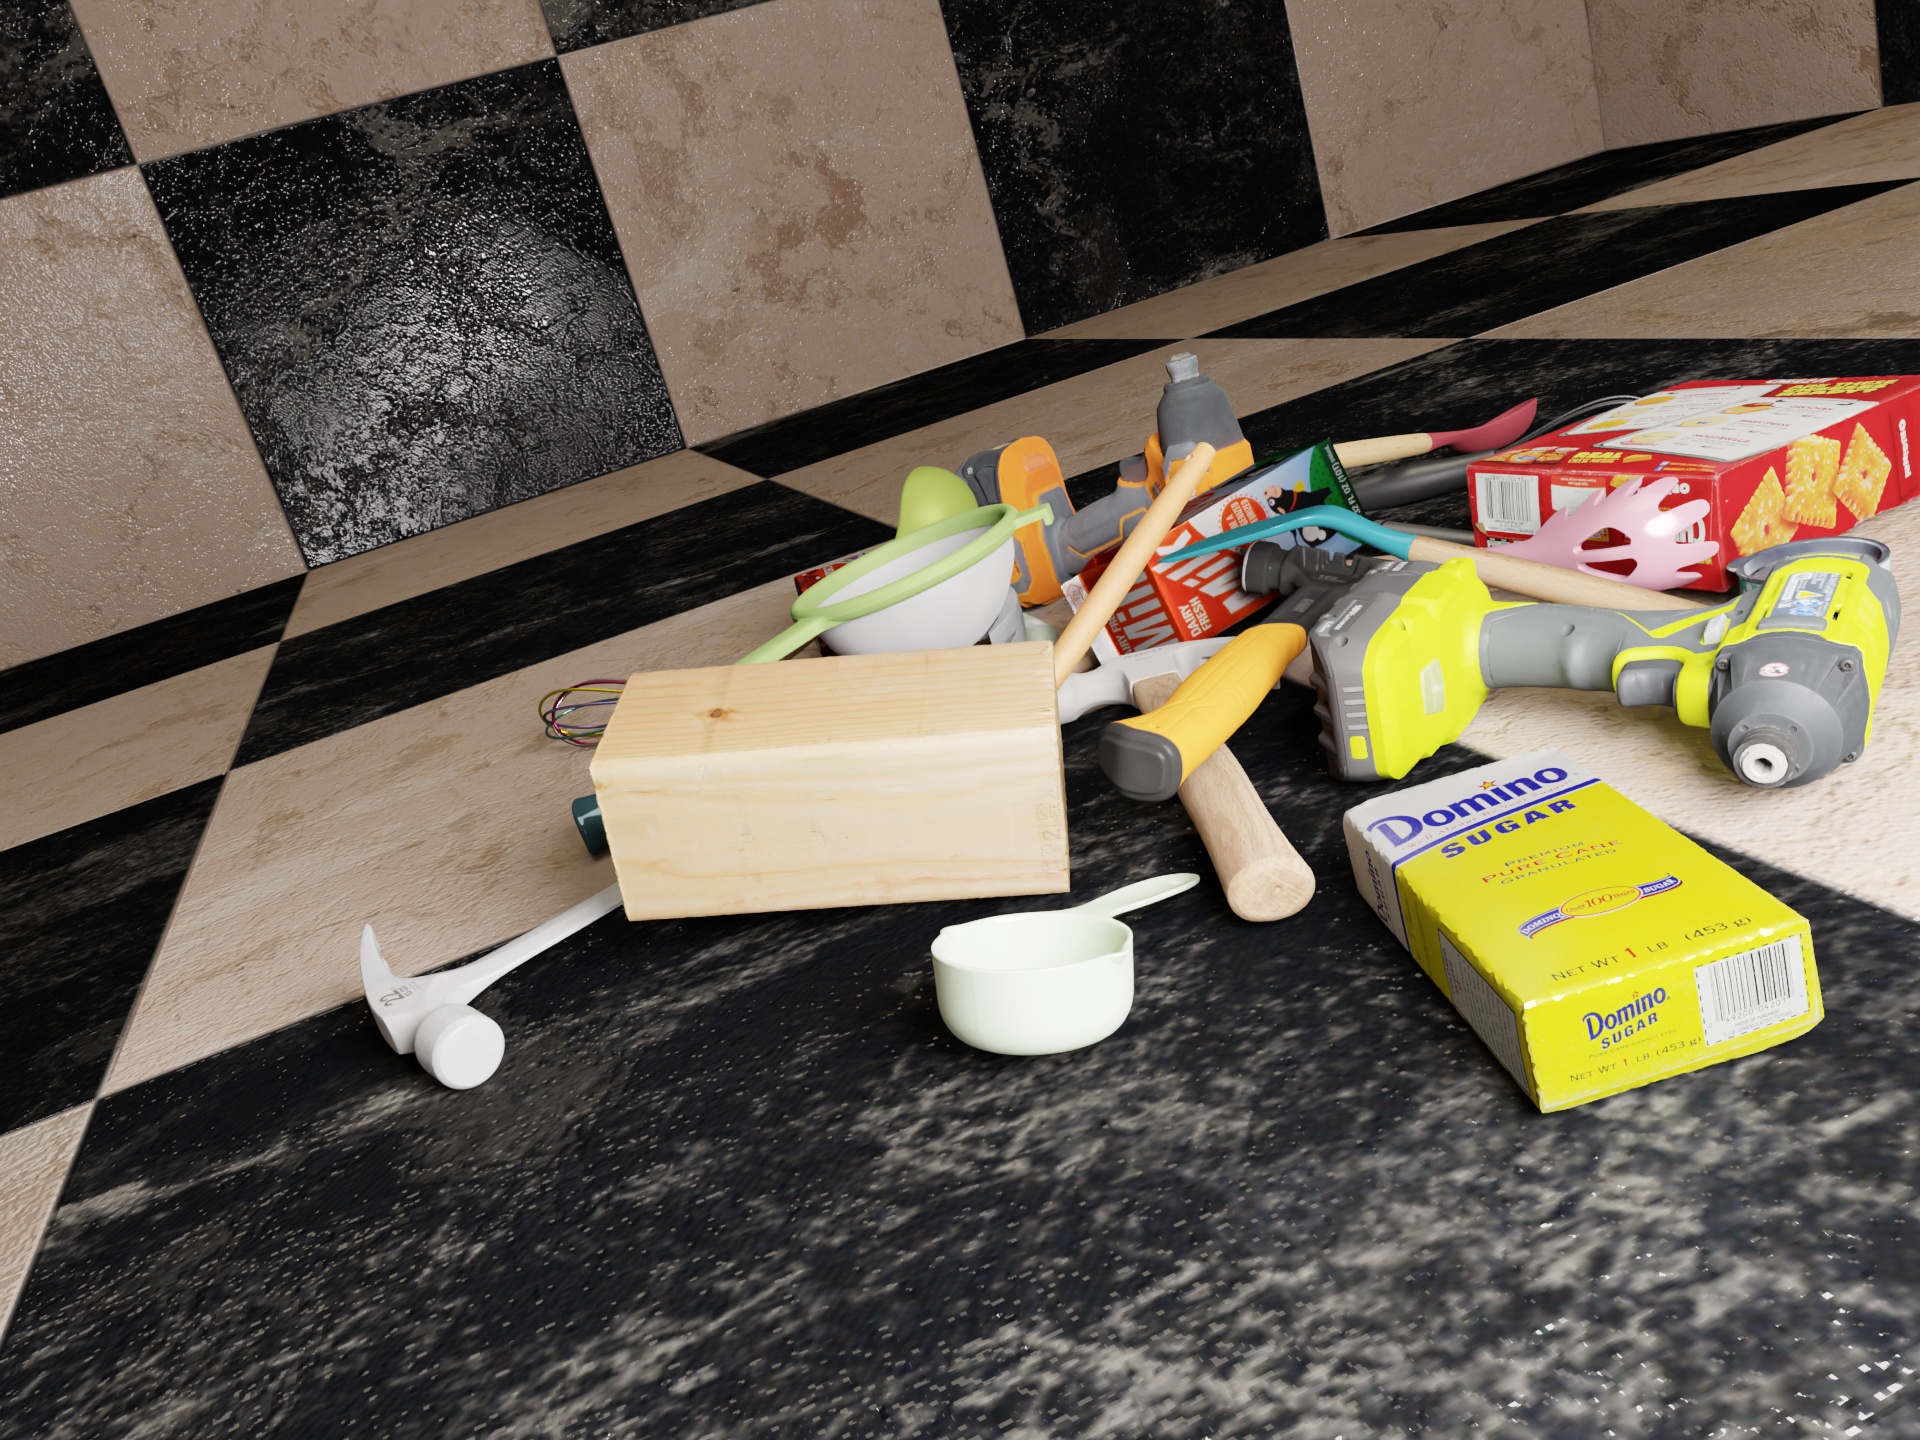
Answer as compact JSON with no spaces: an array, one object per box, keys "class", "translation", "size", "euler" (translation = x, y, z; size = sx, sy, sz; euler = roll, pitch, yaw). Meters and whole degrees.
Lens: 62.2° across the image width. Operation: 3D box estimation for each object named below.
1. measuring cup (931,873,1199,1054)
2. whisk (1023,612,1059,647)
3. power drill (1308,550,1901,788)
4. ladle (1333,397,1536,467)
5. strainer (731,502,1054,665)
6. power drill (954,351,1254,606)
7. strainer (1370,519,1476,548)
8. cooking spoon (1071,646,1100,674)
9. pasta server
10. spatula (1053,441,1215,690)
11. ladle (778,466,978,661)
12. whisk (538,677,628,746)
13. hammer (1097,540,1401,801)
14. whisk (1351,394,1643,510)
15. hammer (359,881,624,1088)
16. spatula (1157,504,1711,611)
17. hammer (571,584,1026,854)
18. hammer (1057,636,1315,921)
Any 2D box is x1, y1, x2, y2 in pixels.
[{"class":"measuring cup","translation":[0.054,0.094,0.637],"size":[0.083,0.038,0.167],"euler":[2,8,36]},{"class":"whisk","translation":[0.005,-0.082,1.161],"size":[0.057,0.059,0.246],"euler":[-8,18,-25]},{"class":"power drill","translation":[0.277,-0.021,0.701],"size":[0.223,0.080,0.171],"euler":[2,25,36]},{"class":"ladle","translation":[0.326,-0.203,1.170],"size":[0.315,0.031,0.069],"euler":[-15,-9,-37]},{"class":"strainer","translation":[-0.059,-0.043,0.936],"size":[0.256,0.069,0.151],"euler":[-36,19,-30]},{"class":"power drill","translation":[0.106,-0.163,1.124],"size":[0.226,0.164,0.084],"euler":[-2,20,42]},{"class":"strainer","translation":[0.272,-0.123,1.059],"size":[0.086,0.050,0.259],"euler":[25,-5,-39]},{"class":"cooking spoon","translation":[-0.002,-0.003,0.975],"size":[0.319,0.017,0.069],"euler":[-25,36,-24]},{"class":"pasta server","translation":[0.289,-0.093,0.923],"size":[0.040,0.060,0.316],"euler":[-23,11,-24]},{"class":"spatula","translation":[0.054,-0.044,0.884],"size":[0.323,0.041,0.081],"euler":[-55,25,-21]},{"class":"ladle","translation":[-0.113,-0.066,1.107],"size":[0.320,0.078,0.062],"euler":[-38,42,-12]},{"class":"whisk","translation":[-0.194,-0.016,1.142],"size":[0.245,0.047,0.051],"euler":[-8,19,16]},{"class":"hammer","translation":[0.158,-0.031,0.796],"size":[0.127,0.034,0.337],"euler":[12,24,25]},{"class":"whisk","translation":[0.381,-0.183,1.135],"size":[0.239,0.055,0.055],"euler":[-10,19,31]},{"class":"hammer","translation":[-0.127,0.056,0.851],"size":[0.405,0.035,0.144],"euler":[-30,28,-33]},{"class":"spatula","translation":[0.260,-0.073,0.830],"size":[0.318,0.044,0.082],"euler":[19,27,30]},{"class":"hammer","translation":[-0.098,-0.009,1.012],"size":[0.331,0.033,0.128],"euler":[-30,31,-23]},{"class":"hammer","translation":[0.119,0.017,0.789],"size":[0.130,0.031,0.331],"euler":[-16,18,2]}]
